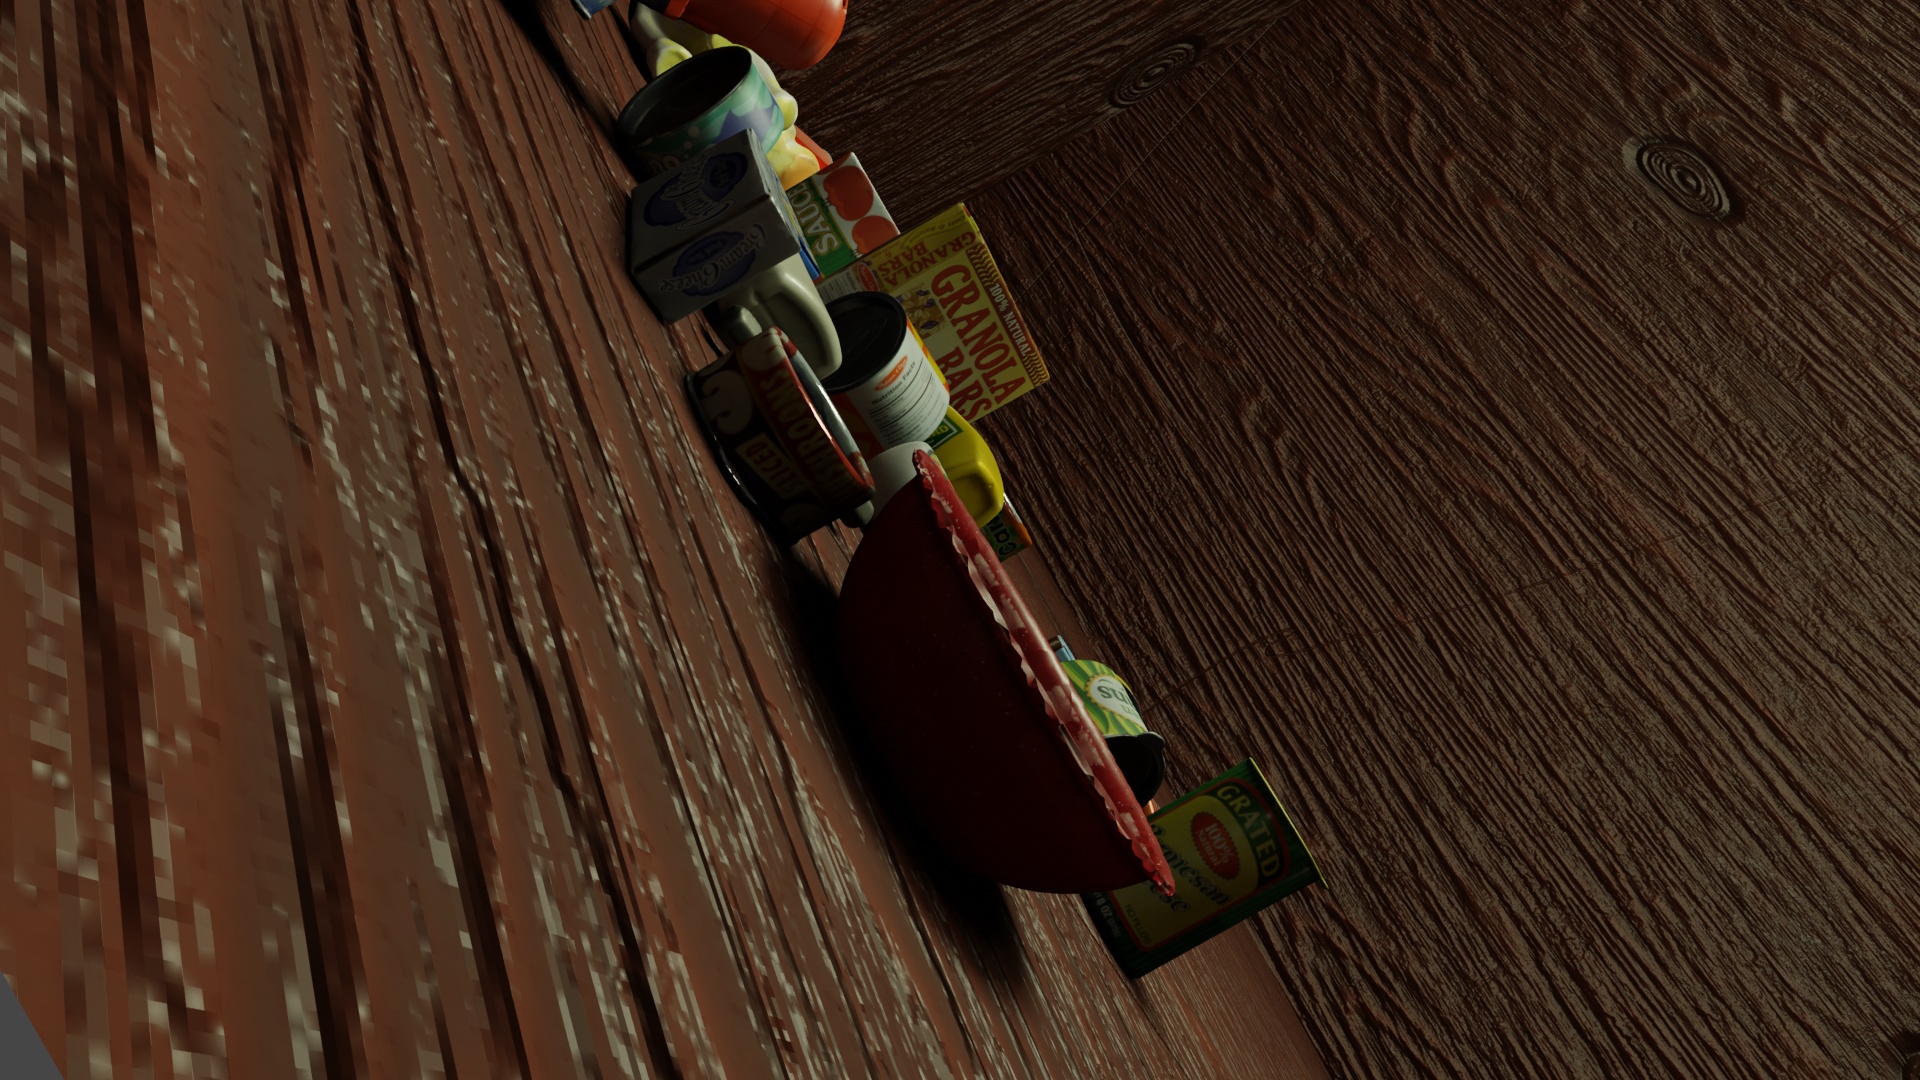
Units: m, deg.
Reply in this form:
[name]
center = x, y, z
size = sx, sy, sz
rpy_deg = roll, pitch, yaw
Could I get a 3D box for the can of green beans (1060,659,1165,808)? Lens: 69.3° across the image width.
[can of green beans]
center = 0.060, 0.102, 0.689
size = 0.071, 0.071, 0.058
rpy_deg = 57, 5, -40

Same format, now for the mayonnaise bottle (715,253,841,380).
[mayonnaise bottle]
center = -0.095, -0.128, 0.617
size = 0.064, 0.041, 0.149
rpy_deg = 58, 3, -45

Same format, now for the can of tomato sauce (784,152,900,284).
[can of tomato sauce]
center = -0.088, -0.197, 0.878
size = 0.071, 0.083, 0.071
rpy_deg = 60, 3, -6

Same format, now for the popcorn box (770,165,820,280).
[popcorn box]
center = -0.122, -0.191, 0.744
size = 0.085, 0.038, 0.127
rpy_deg = 55, 7, -41

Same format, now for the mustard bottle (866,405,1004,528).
[mustard bottle]
center = -0.026, -0.052, 0.793
size = 0.048, 0.065, 0.161
rpy_deg = 64, -4, -31

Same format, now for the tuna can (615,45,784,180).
[tuna can]
center = -0.112, -0.177, 0.594
size = 0.032, 0.071, 0.071
rpy_deg = 58, 4, -40

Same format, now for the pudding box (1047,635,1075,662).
[pudding box]
center = 0.053, 0.099, 0.747
size = 0.083, 0.049, 0.030
rpy_deg = 59, 2, -7

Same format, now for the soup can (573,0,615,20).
[soup can]
center = -0.169, -0.313, 0.700
size = 0.071, 0.084, 0.071
rpy_deg = 60, 4, -6

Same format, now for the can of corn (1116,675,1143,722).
[can of corn]
center = 0.071, 0.106, 0.816
size = 0.071, 0.071, 0.058
rpy_deg = 60, 3, 4

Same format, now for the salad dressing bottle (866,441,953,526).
[salad dressing bottle]
center = -0.001, 0.025, 0.650
size = 0.148, 0.044, 0.064
rpy_deg = 61, 5, 16

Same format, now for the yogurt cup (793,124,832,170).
[yogurt cup]
center = -0.133, -0.270, 0.996
size = 0.054, 0.072, 0.073
rpy_deg = 43, 15, -49

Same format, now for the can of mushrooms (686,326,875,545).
[can of mushrooms]
center = -0.057, -0.034, 0.454
size = 0.071, 0.033, 0.071
rpy_deg = 60, 3, -6

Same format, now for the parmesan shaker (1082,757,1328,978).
[parmesan shaker]
center = 0.115, 0.162, 0.675
size = 0.071, 0.103, 0.071
rpy_deg = 59, 4, -6

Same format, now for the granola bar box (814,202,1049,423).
[granola bar box]
center = -0.023, -0.126, 0.884
size = 0.039, 0.124, 0.165
rpy_deg = 63, 5, 28

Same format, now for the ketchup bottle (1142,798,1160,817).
[ketchup bottle]
center = 0.115, 0.190, 0.899
size = 0.065, 0.043, 0.148
rpy_deg = 62, 4, 32

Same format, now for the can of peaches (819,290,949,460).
[can of peaches]
center = -0.047, -0.083, 0.701
size = 0.058, 0.071, 0.071
rpy_deg = 56, 6, -48

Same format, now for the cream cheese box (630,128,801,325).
[cream cheese box]
center = -0.090, -0.116, 0.497
size = 0.024, 0.053, 0.104
rpy_deg = 60, 4, -31

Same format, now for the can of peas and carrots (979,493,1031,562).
[can of peas and carrots]
center = 0.003, -0.011, 0.841
size = 0.071, 0.059, 0.071
rpy_deg = 59, 4, -6
